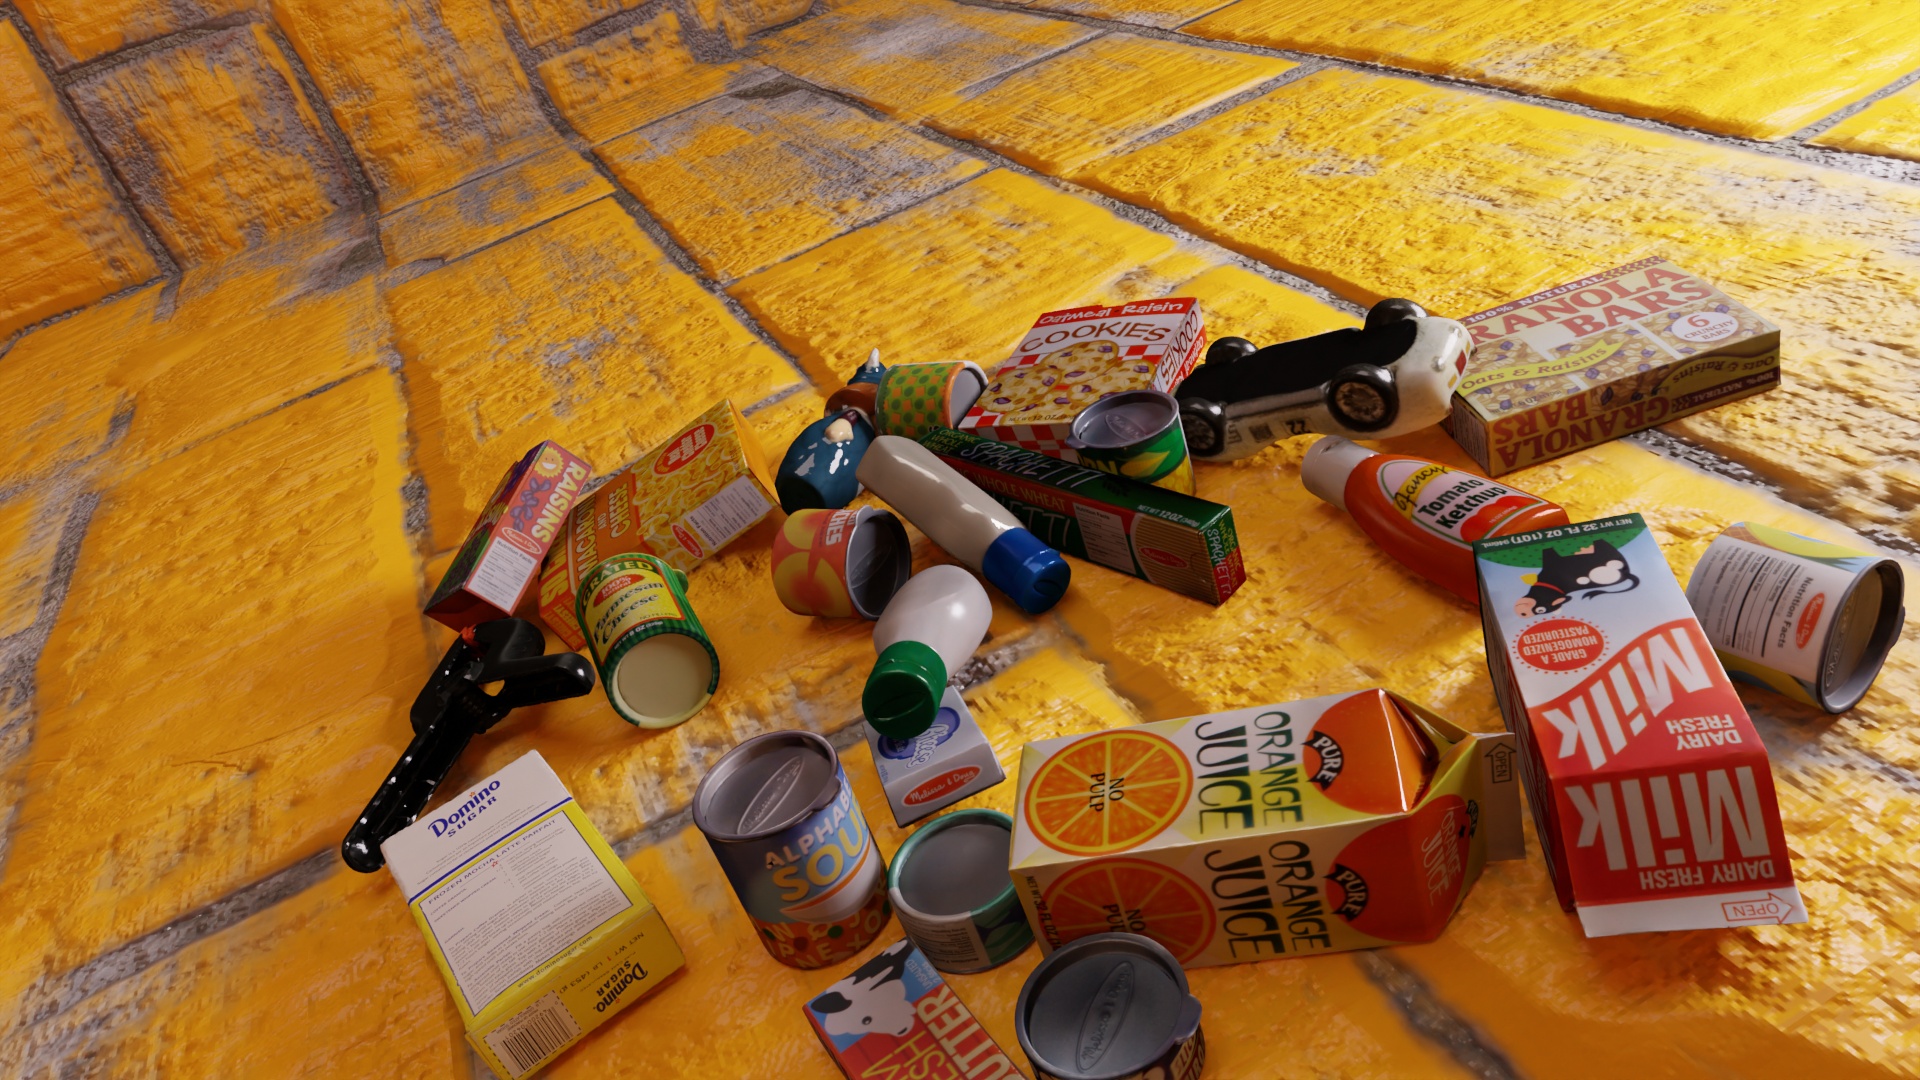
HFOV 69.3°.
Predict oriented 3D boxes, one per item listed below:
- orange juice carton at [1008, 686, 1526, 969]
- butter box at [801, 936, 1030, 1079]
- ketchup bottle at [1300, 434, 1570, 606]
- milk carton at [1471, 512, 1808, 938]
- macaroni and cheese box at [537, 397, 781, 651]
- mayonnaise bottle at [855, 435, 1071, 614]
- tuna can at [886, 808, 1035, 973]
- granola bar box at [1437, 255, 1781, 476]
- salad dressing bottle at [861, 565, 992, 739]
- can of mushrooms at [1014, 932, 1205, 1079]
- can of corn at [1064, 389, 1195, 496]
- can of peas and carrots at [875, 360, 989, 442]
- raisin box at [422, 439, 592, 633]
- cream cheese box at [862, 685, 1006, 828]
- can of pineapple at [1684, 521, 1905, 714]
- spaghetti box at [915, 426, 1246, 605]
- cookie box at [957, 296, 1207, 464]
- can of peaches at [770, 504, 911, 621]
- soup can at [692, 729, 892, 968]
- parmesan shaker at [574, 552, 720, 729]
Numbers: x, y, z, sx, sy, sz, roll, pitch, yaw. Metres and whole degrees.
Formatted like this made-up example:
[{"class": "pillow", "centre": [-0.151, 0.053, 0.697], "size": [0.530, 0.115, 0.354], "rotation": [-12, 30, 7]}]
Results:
[{"class": "orange juice carton", "centre": [0.122, 0.115, 0.552], "size": [0.192, 0.071, 0.073], "rotation": [-11, 32, 14]}, {"class": "butter box", "centre": [-0.016, 0.202, 0.537], "size": [0.053, 0.024, 0.104], "rotation": [-30, 32, -18]}, {"class": "ketchup bottle", "centre": [0.239, -0.016, 0.724], "size": [0.065, 0.043, 0.149], "rotation": [-29, 31, -15]}, {"class": "milk carton", "centre": [0.256, 0.075, 0.539], "size": [0.072, 0.073, 0.191], "rotation": [-10, 32, 15]}, {"class": "macaroni and cheese box", "centre": [-0.207, -0.015, 0.936], "size": [0.166, 0.040, 0.124], "rotation": [-35, 31, 3]}, {"class": "mayonnaise bottle", "centre": [0.003, -0.010, 0.815], "size": [0.148, 0.065, 0.041], "rotation": [39, 103, 38]}, {"class": "tuna can", "centre": [0.005, 0.149, 0.602], "size": [0.071, 0.032, 0.071], "rotation": [-14, 32, 9]}, {"class": "granola bar box", "centre": [0.357, -0.105, 0.802], "size": [0.165, 0.039, 0.125], "rotation": [-18, 30, 2]}, {"class": "salad dressing bottle", "centre": [-0.020, 0.056, 0.714], "size": [0.064, 0.044, 0.148], "rotation": [-25, 12, 14]}, {"class": "can of mushrooms", "centre": [0.058, 0.183, 0.517], "size": [0.071, 0.033, 0.071], "rotation": [-14, 30, 9]}, {"class": "can of corn", "centre": [0.102, -0.049, 0.836], "size": [0.071, 0.058, 0.071], "rotation": [-14, 31, 9]}, {"class": "can of peas and carrots", "centre": [-0.018, -0.089, 0.963], "size": [0.058, 0.070, 0.071], "rotation": [1, 36, 29]}, {"class": "raisin box", "centre": [-0.308, -0.001, 0.946], "size": [0.086, 0.040, 0.124], "rotation": [-22, 40, 51]}, {"class": "cream cheese box", "centre": [-0.015, 0.101, 0.667], "size": [0.053, 0.024, 0.104], "rotation": [-22, 11, -6]}, {"class": "can of pineapple", "centre": [0.342, 0.031, 0.572], "size": [0.071, 0.070, 0.058], "rotation": [-34, 33, -22]}, {"class": "spaghetti box", "centre": [0.061, -0.020, 0.823], "size": [0.029, 0.050, 0.250], "rotation": [-35, 34, -28]}, {"class": "cookie box", "centre": [0.088, -0.110, 0.960], "size": [0.123, 0.040, 0.168], "rotation": [-1, 35, 29]}, {"class": "can of peaches", "centre": [-0.071, 0.012, 0.826], "size": [0.058, 0.071, 0.071], "rotation": [1, 36, 33]}, {"class": "soup can", "centre": [-0.070, 0.137, 0.613], "size": [0.071, 0.083, 0.072], "rotation": [-14, 31, 9]}, {"class": "parmesan shaker", "centre": [-0.184, 0.056, 0.822], "size": [0.071, 0.071, 0.103], "rotation": [-27, 32, -12]}]
